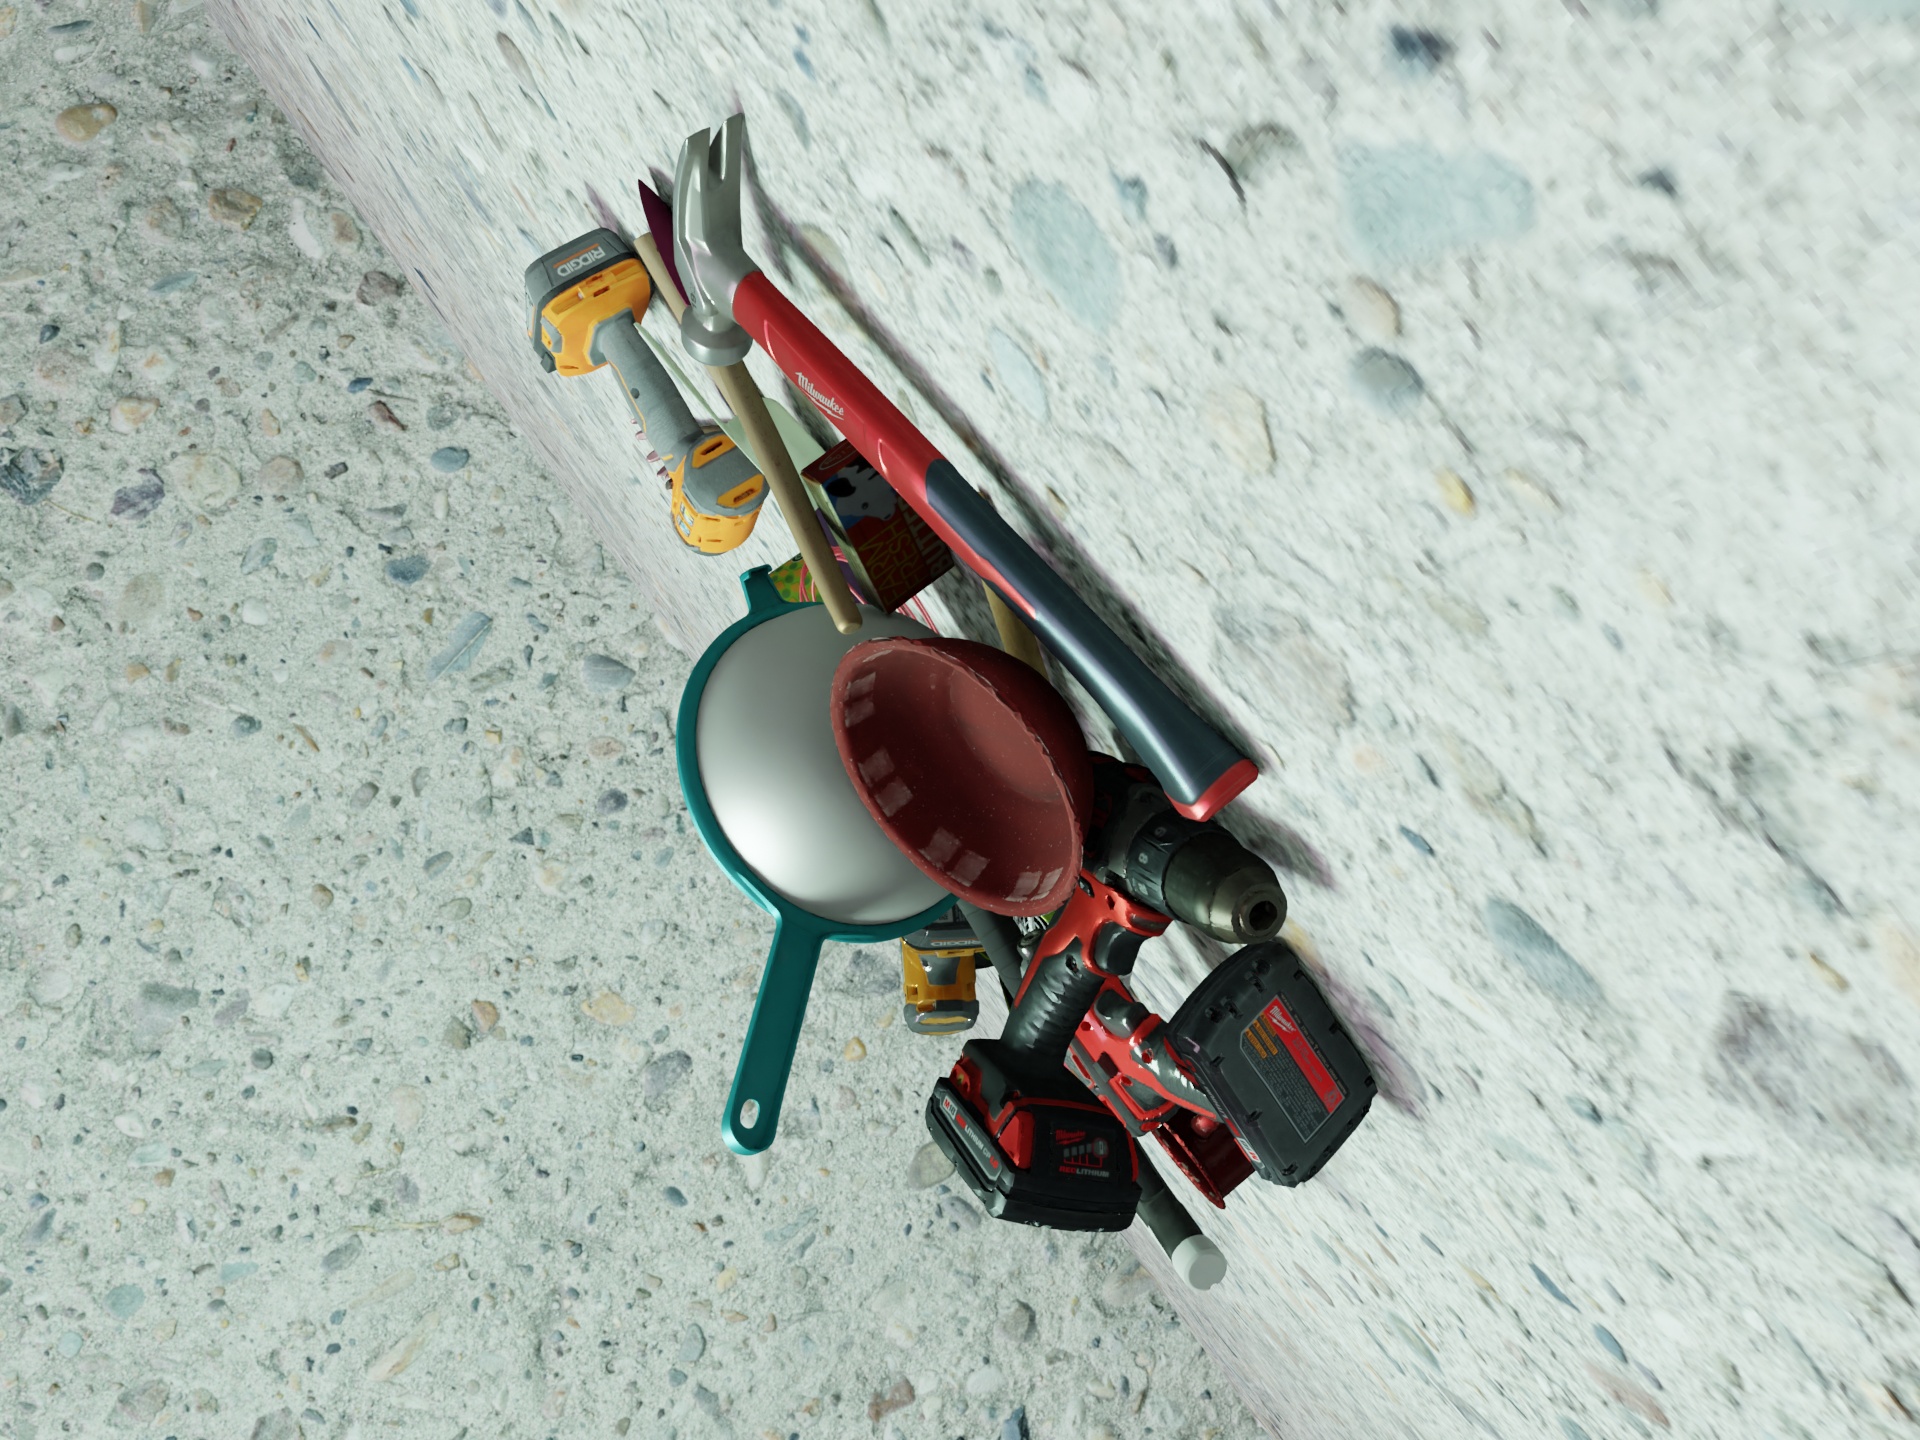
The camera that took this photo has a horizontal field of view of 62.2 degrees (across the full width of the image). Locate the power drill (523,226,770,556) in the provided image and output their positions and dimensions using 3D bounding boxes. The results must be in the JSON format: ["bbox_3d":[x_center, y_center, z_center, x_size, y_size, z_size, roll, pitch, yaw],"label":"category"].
[{"bbox_3d":[-0.224,-0.222,1.155,0.226,0.084,0.164,56,162,1],"label":"power drill"}]

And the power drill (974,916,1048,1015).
[{"bbox_3d":[0.036,0.168,1.341,0.223,0.080,0.171,42,152,59],"label":"power drill"}]

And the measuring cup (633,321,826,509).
[{"bbox_3d":[-0.130,-0.189,0.954,0.167,0.038,0.083,46,-177,-43],"label":"measuring cup"}]

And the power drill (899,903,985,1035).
[{"bbox_3d":[-0.015,0.121,1.202,0.226,0.084,0.185,99,168,-63],"label":"power drill"}]

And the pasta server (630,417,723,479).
[{"bbox_3d":[-0.211,-0.225,1.276,0.060,0.040,0.316,66,165,-18],"label":"pasta server"}]

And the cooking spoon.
[{"bbox_3d":[-0.121,-0.183,0.895,0.319,0.017,0.068,65,-174,21],"label":"cooking spoon"}]

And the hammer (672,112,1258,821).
[{"bbox_3d":[-0.005,-0.110,0.727,0.386,0.038,0.143,47,155,17],"label":"hammer"}]

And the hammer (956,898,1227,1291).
[{"bbox_3d":[0.073,0.224,1.066,0.334,0.035,0.146,61,173,-20],"label":"hammer"}]

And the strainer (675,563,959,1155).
[{"bbox_3d":[-0.060,0.066,0.872,0.210,0.341,0.095,28,144,-23],"label":"strainer"}]

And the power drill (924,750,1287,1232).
[{"bbox_3d":[0.074,0.139,0.794,0.080,0.226,0.188,15,-172,-26],"label":"power drill"}]

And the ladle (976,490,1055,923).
[{"bbox_3d":[0.043,0.008,0.879,0.078,0.062,0.319,6,140,26],"label":"ladle"}]

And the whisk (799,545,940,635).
[{"bbox_3d":[-0.002,-0.003,1.039,0.296,0.073,0.073,47,170,-1],"label":"whisk"}]

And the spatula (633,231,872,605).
[{"bbox_3d":[-0.129,-0.183,1.067,0.018,0.060,0.315,-22,105,33],"label":"spatula"}]

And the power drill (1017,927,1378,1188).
[{"bbox_3d":[0.118,0.181,0.908,0.143,0.078,0.220,56,155,-12],"label":"power drill"}]

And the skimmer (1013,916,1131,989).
[{"bbox_3d":[0.133,0.211,1.210,0.127,0.090,0.362,51,-179,41],"label":"skimmer"}]
